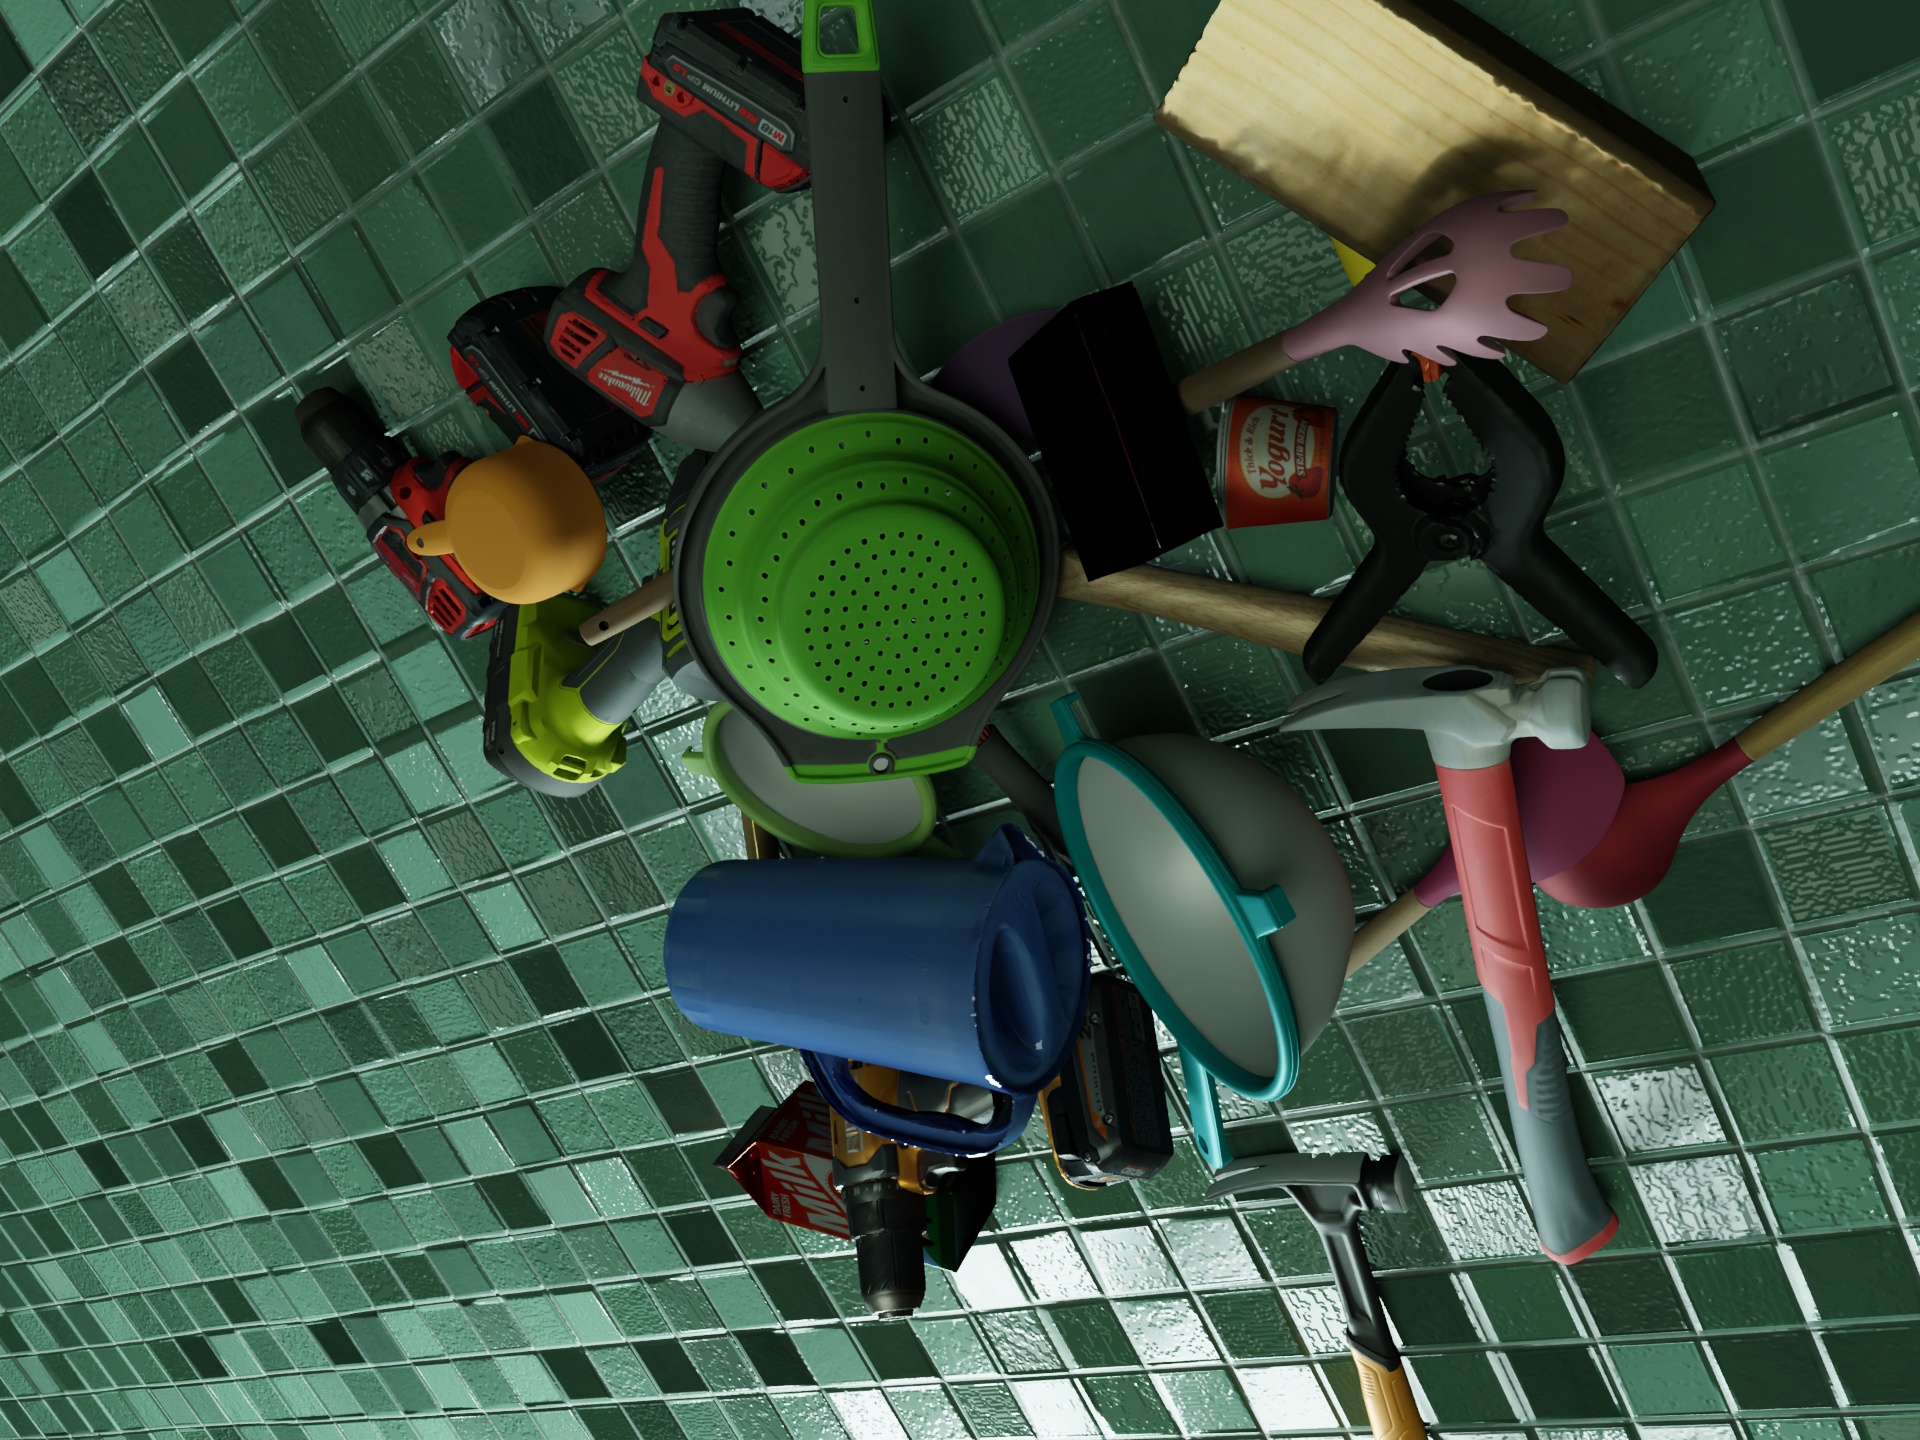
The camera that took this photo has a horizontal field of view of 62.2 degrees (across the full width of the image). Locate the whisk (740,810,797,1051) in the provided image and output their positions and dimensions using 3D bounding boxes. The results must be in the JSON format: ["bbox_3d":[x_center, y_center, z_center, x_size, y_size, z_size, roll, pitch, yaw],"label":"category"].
[{"bbox_3d":[-0.131,0.114,1.069,0.051,0.047,0.244,-1,110,14],"label":"whisk"}]

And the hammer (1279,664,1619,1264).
[{"bbox_3d":[0.278,0.142,0.841,0.143,0.038,0.386,-2,122,31],"label":"hammer"}]

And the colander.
[{"bbox_3d":[-0.042,-0.139,0.768,0.204,0.095,0.396,-6,111,-10],"label":"colander"}]

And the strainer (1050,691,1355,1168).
[{"bbox_3d":[0.156,0.133,0.885,0.211,0.095,0.340,47,160,45],"label":"strainer"}]

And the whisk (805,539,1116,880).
[{"bbox_3d":[-0.001,-0.003,0.911,0.073,0.073,0.295,-30,112,35],"label":"whisk"}]

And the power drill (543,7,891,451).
[{"bbox_3d":[-0.131,-0.251,0.855,0.143,0.078,0.219,36,124,6],"label":"power drill"}]

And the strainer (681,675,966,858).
[{"bbox_3d":[-0.034,0.044,0.976,0.256,0.069,0.151,35,140,-14],"label":"strainer"}]

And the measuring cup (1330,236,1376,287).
[{"bbox_3d":[0.163,-0.261,0.733,0.062,0.029,0.156,-20,102,33],"label":"measuring cup"}]

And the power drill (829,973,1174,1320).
[{"bbox_3d":[0.015,0.264,0.991,0.226,0.084,0.185,-20,62,28],"label":"power drill"}]

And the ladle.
[{"bbox_3d":[0.395,-0.001,0.753,0.069,0.031,0.315,47,124,2],"label":"ladle"}]

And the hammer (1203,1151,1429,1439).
[{"bbox_3d":[0.264,0.423,1.028,0.127,0.034,0.336,-10,110,30],"label":"hammer"}]

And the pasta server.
[{"bbox_3d":[0.140,-0.158,0.704,0.316,0.040,0.060,171,96,-68],"label":"pasta server"}]

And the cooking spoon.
[{"bbox_3d":[0.240,0.111,0.882,0.318,0.017,0.069,-52,57,39],"label":"cooking spoon"}]

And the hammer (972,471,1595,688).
[{"bbox_3d":[0.160,-0.058,0.839,0.331,0.031,0.130,15,121,19],"label":"hammer"}]

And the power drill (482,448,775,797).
[{"bbox_3d":[-0.194,-0.061,0.955,0.080,0.171,0.223,22,140,-39],"label":"power drill"}]

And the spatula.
[{"bbox_3d":[-0.065,-0.124,0.839,0.316,0.018,0.059,-30,99,4],"label":"spatula"}]

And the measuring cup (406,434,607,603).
[{"bbox_3d":[-0.285,-0.107,0.929,0.174,0.052,0.095,-5,110,35],"label":"measuring cup"}]

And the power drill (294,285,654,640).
[{"bbox_3d":[-0.313,-0.174,0.994,0.226,0.080,0.188,-35,95,38],"label":"power drill"}]
